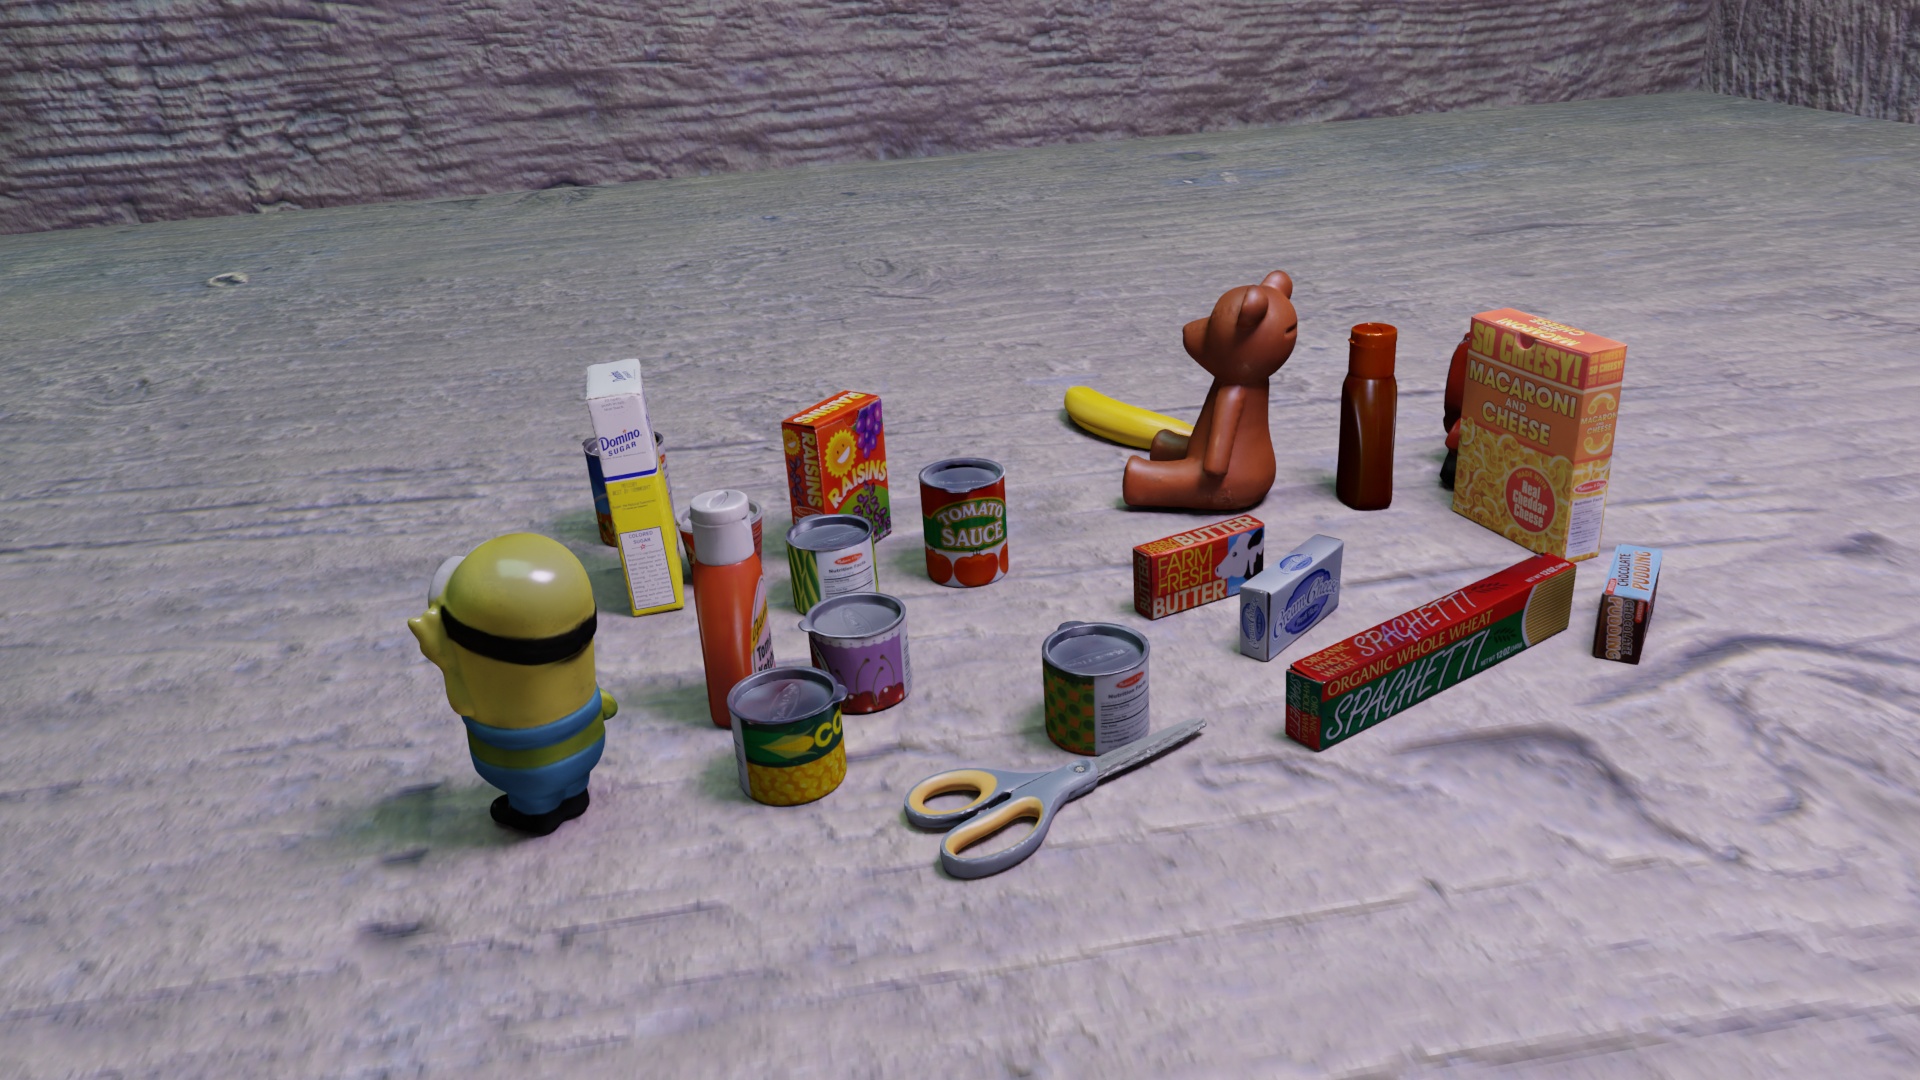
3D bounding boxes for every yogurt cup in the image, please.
[{"bbox_3d":[-0.188,0.002,1.101,0.072,0.053,0.073,-3,24,1],"label":"yogurt cup"}]

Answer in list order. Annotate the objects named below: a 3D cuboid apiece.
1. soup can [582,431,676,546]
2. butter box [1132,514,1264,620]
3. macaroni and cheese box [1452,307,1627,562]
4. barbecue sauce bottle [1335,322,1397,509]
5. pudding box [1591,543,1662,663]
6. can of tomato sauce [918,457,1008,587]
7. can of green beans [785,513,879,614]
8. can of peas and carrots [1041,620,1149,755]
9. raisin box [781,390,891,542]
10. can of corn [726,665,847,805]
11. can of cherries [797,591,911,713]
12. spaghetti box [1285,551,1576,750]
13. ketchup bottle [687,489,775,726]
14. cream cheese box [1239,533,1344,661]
[{"bbox_3d":[-0.283,-0.045,1.184,0.071,0.083,0.071,-3,24,1],"label":"soup can"},{"bbox_3d":[0.175,0.019,1.013,0.104,0.053,0.024,-15,26,-23],"label":"butter box"},{"bbox_3d":[0.438,-0.081,1.061,0.040,0.165,0.124,-12,25,-19],"label":"macaroni and cheese box"},{"bbox_3d":[0.337,-0.104,1.148,0.044,0.148,0.065,-4,24,0],"label":"barbecue sauce bottle"},{"bbox_3d":[0.447,0.041,0.929,0.030,0.049,0.084,10,27,29],"label":"pudding box"},{"bbox_3d":[0.004,-0.013,1.073,0.071,0.082,0.071,-3,24,1],"label":"can of tomato sauce"},{"bbox_3d":[-0.096,0.019,1.046,0.071,0.057,0.071,-3,24,1],"label":"can of green beans"},{"bbox_3d":[0.083,0.090,0.860,0.071,0.058,0.071,-3,24,1],"label":"can of peas and carrots"},{"bbox_3d":[-0.098,-0.049,1.119,0.040,0.122,0.086,12,28,32],"label":"raisin box"},{"bbox_3d":[-0.100,0.116,0.829,0.071,0.058,0.071,-3,24,1],"label":"can of corn"},{"bbox_3d":[-0.069,0.074,0.918,0.071,0.058,0.072,-3,24,1],"label":"can of cherries"},{"bbox_3d":[0.305,0.067,0.890,0.251,0.050,0.029,-18,28,-29],"label":"spaghetti box"},{"bbox_3d":[-0.147,0.042,0.891,0.043,0.148,0.065,-1,24,6],"label":"ketchup bottle"},{"bbox_3d":[0.230,0.038,0.961,0.024,0.053,0.104,17,31,39],"label":"cream cheese box"}]
